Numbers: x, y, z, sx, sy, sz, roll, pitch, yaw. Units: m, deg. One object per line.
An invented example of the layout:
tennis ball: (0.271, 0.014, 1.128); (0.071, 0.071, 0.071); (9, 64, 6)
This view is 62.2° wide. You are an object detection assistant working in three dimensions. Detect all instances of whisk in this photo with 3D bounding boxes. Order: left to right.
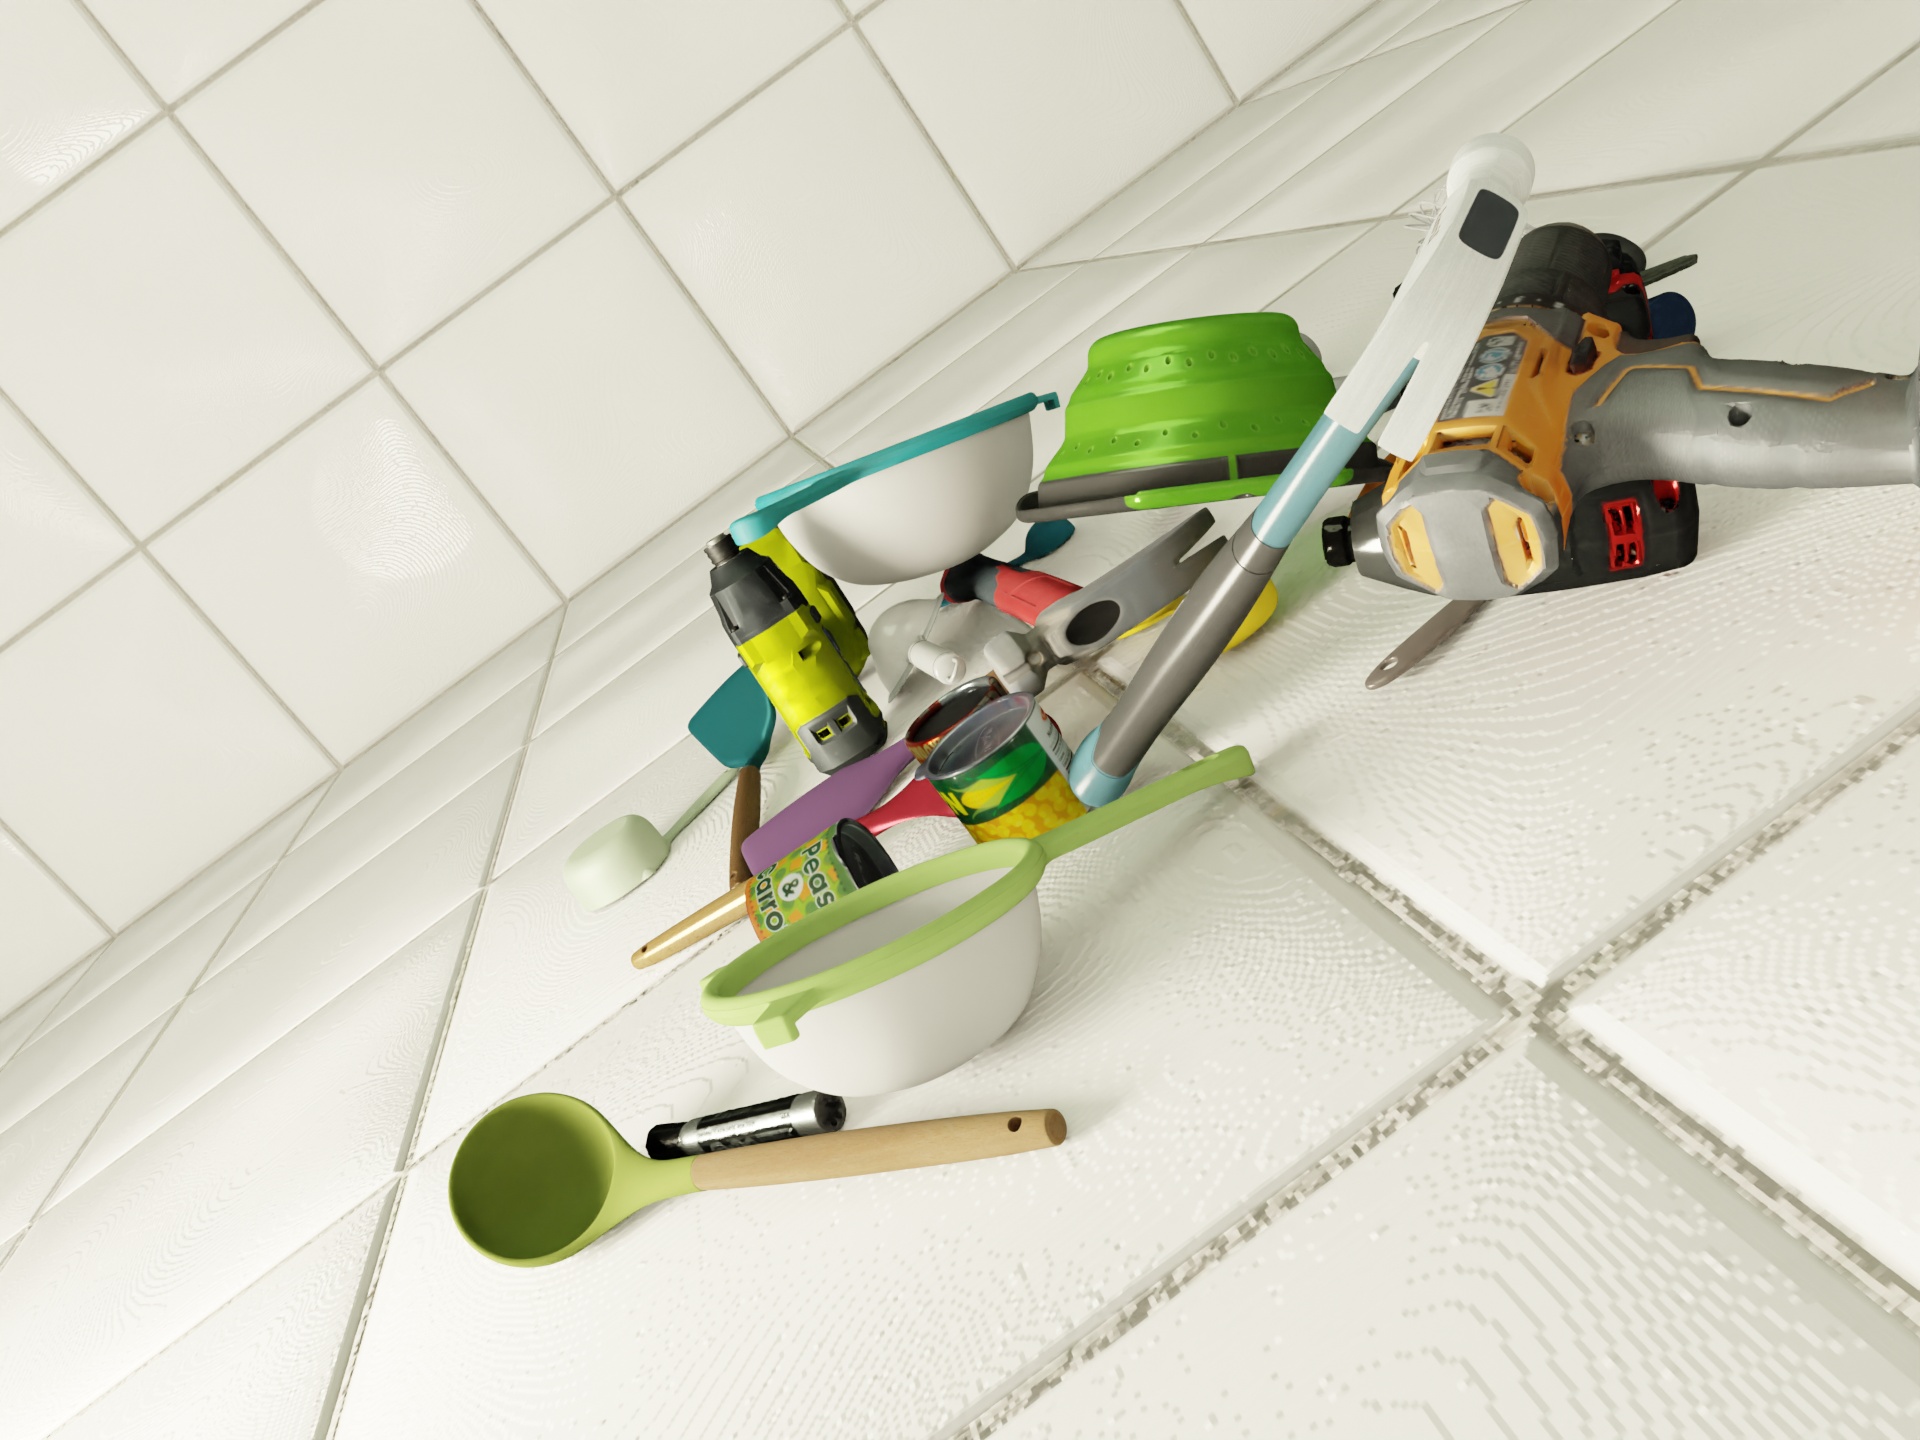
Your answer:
whisk: (0.359, -0.308, 1.020); (0.070, 0.070, 0.285); (-35, 22, 6)

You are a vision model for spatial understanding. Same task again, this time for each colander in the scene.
colander: (0.127, -0.172, 0.923); (0.204, 0.094, 0.397); (-7, 7, 1)

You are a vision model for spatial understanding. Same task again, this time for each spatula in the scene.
spatula: (-0.156, 0.042, 1.104); (0.082, 0.044, 0.318); (-44, 19, 10)
spatula: (-0.002, -0.003, 0.976); (0.316, 0.018, 0.060); (-37, 37, -3)

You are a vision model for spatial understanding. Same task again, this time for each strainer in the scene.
strainer: (-0.053, -0.130, 1.062); (0.211, 0.095, 0.340); (-16, 12, 25)
strainer: (-0.027, -0.046, 1.045); (0.087, 0.050, 0.258); (-64, 13, 2)
strainer: (0.022, 0.088, 0.657); (0.256, 0.069, 0.151); (-24, 5, -17)

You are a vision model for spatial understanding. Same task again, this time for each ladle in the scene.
ladle: (-0.095, 0.176, 0.642); (0.320, 0.062, 0.078); (-19, 48, 37)
ladle: (-0.077, 0.074, 0.903); (0.315, 0.031, 0.069); (-31, 42, 26)

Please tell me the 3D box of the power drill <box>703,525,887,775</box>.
power drill: (-0.121, -0.066, 1.118); (0.080, 0.171, 0.223); (-32, 14, 2)

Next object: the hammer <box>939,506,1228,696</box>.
hammer: (0.052, -0.091, 1.018); (0.143, 0.038, 0.386); (-34, 13, -2)

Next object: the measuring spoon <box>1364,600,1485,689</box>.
measuring spoon: (0.217, -0.056, 0.697); (0.124, 0.018, 0.034); (-40, 18, -18)

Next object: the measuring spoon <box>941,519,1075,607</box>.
measuring spoon: (0.029, -0.123, 1.217); (0.128, 0.021, 0.042); (-28, 19, 21)

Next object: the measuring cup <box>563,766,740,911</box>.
measuring cup: (-0.225, 0.072, 1.173); (0.168, 0.038, 0.083); (-47, 20, -31)

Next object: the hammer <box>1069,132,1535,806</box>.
hammer: (0.121, -0.071, 0.646); (0.128, 0.033, 0.330); (-61, 0, -43)

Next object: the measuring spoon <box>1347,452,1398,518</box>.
measuring spoon: (0.231, -0.126, 0.874); (0.021, 0.011, 0.117); (-21, 19, 43)

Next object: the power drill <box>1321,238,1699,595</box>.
power drill: (0.239, -0.128, 0.701); (0.143, 0.078, 0.220); (-7, 34, 23)

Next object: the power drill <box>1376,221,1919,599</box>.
power drill: (0.273, -0.124, 0.548); (0.226, 0.084, 0.185); (0, 46, 35)

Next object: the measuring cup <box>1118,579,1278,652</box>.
measuring cup: (0.124, -0.052, 0.873); (0.062, 0.029, 0.156); (-42, 7, -16)

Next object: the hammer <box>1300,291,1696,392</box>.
hammer: (0.266, -0.205, 0.962); (0.144, 0.035, 0.406); (-40, 18, -13)
